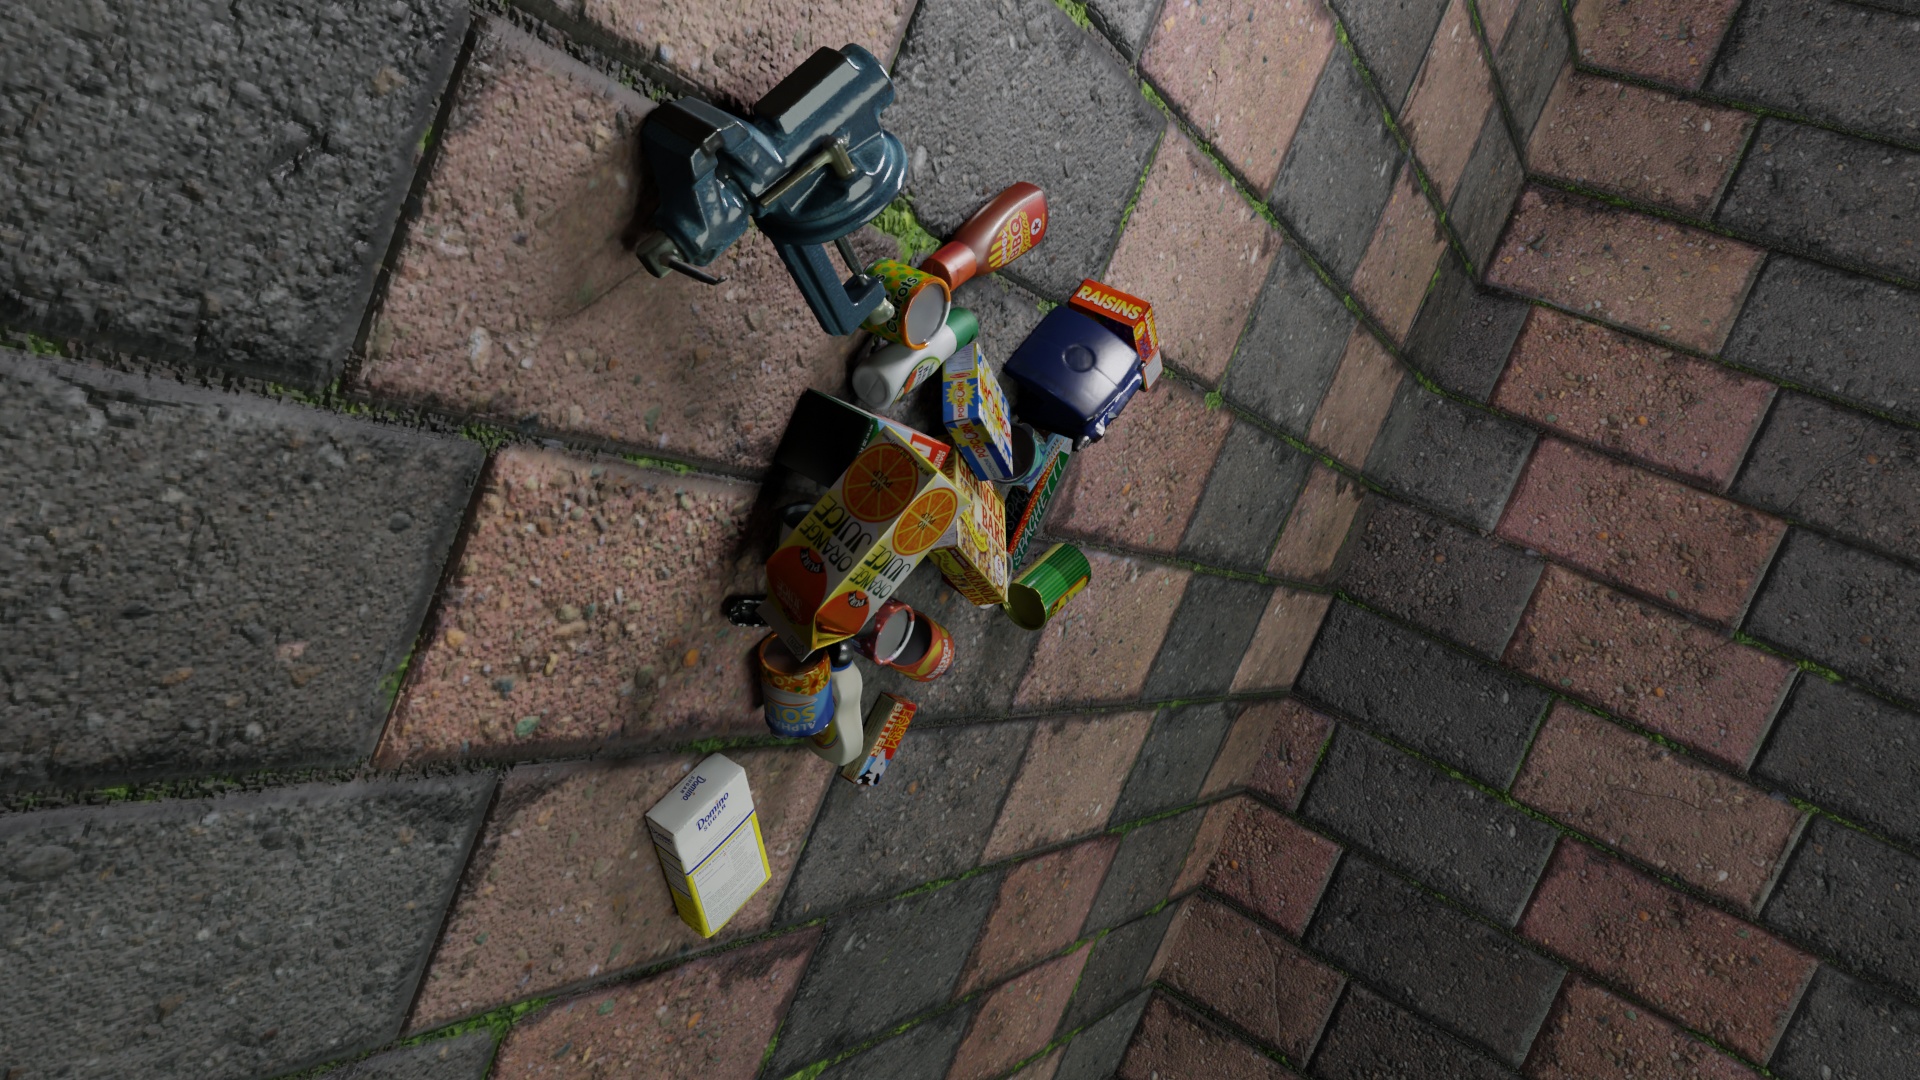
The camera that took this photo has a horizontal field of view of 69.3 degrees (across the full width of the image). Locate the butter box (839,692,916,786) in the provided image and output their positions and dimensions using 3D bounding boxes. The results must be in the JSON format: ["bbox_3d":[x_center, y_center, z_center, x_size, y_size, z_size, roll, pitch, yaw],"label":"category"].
[{"bbox_3d":[-0.090,0.220,1.531,0.103,0.024,0.053,-63,153,-2],"label":"butter box"}]

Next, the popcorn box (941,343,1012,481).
[{"bbox_3d":[0.017,-0.124,1.361,0.126,0.038,0.085,56,30,-60],"label":"popcorn box"}]

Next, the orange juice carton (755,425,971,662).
[{"bbox_3d":[-0.088,0.007,1.147,0.192,0.072,0.073,-49,150,2],"label":"orange juice carton"}]

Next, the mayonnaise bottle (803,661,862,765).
[{"bbox_3d":[-0.126,0.148,1.367,0.041,0.065,0.147,-30,134,-42],"label":"mayonnaise bottle"}]

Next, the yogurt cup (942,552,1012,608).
[{"bbox_3d":[0.017,0.034,1.525,0.073,0.054,0.072,-41,146,-37],"label":"yogurt cup"}]

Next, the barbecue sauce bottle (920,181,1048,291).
[{"bbox_3d":[0.022,-0.274,1.277,0.149,0.044,0.064,-42,147,-36],"label":"barbecue sauce bottle"}]

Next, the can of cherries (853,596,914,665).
[{"bbox_3d":[-0.088,0.082,1.375,0.072,0.058,0.071,-42,147,-37],"label":"can of cherries"}]

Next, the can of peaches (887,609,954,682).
[{"bbox_3d":[-0.045,0.112,1.464,0.071,0.071,0.058,-60,152,-7],"label":"can of peaches"}]

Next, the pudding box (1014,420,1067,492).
[{"bbox_3d":[0.076,-0.099,1.517,0.084,0.050,0.030,-55,153,-17],"label":"pudding box"}]

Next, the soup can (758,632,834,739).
[{"bbox_3d":[-0.154,0.134,1.293,0.072,0.071,0.083,-40,145,-38],"label":"soup can"}]

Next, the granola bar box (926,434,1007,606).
[{"bbox_3d":[0.005,-0.018,1.412,0.165,0.039,0.124,50,35,-61],"label":"granola bar box"}]

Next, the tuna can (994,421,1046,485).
[{"bbox_3d":[0.058,-0.093,1.470,0.033,0.071,0.071,5,109,-63],"label":"tuna can"}]

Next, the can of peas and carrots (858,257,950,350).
[{"bbox_3d":[-0.051,-0.203,1.190,0.071,0.059,0.070,-42,145,-37],"label":"can of peas and carrots"}]

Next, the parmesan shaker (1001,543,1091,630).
[{"bbox_3d":[0.107,0.054,1.683,0.103,0.071,0.071,-38,144,-40],"label":"parmesan shaker"}]

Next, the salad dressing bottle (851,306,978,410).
[{"bbox_3d":[-0.038,-0.168,1.257,0.148,0.044,0.064,-42,171,-43],"label":"salad dressing bottle"}]

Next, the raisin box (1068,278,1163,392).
[{"bbox_3d":[0.174,-0.227,1.540,0.040,0.086,0.123,-53,151,-16],"label":"raisin box"}]

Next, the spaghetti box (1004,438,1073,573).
[{"bbox_3d":[0.094,-0.082,1.588,0.050,0.029,0.249,18,97,-63],"label":"spaghetti box"}]

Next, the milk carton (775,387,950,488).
[{"bbox_3d":[-0.074,-0.074,1.246,0.190,0.073,0.072,13,102,-63],"label":"milk carton"}]

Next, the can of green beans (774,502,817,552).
[{"bbox_3d":[-0.130,0.006,1.226,0.071,0.071,0.057,-24,134,-52],"label":"can of green beans"}]
